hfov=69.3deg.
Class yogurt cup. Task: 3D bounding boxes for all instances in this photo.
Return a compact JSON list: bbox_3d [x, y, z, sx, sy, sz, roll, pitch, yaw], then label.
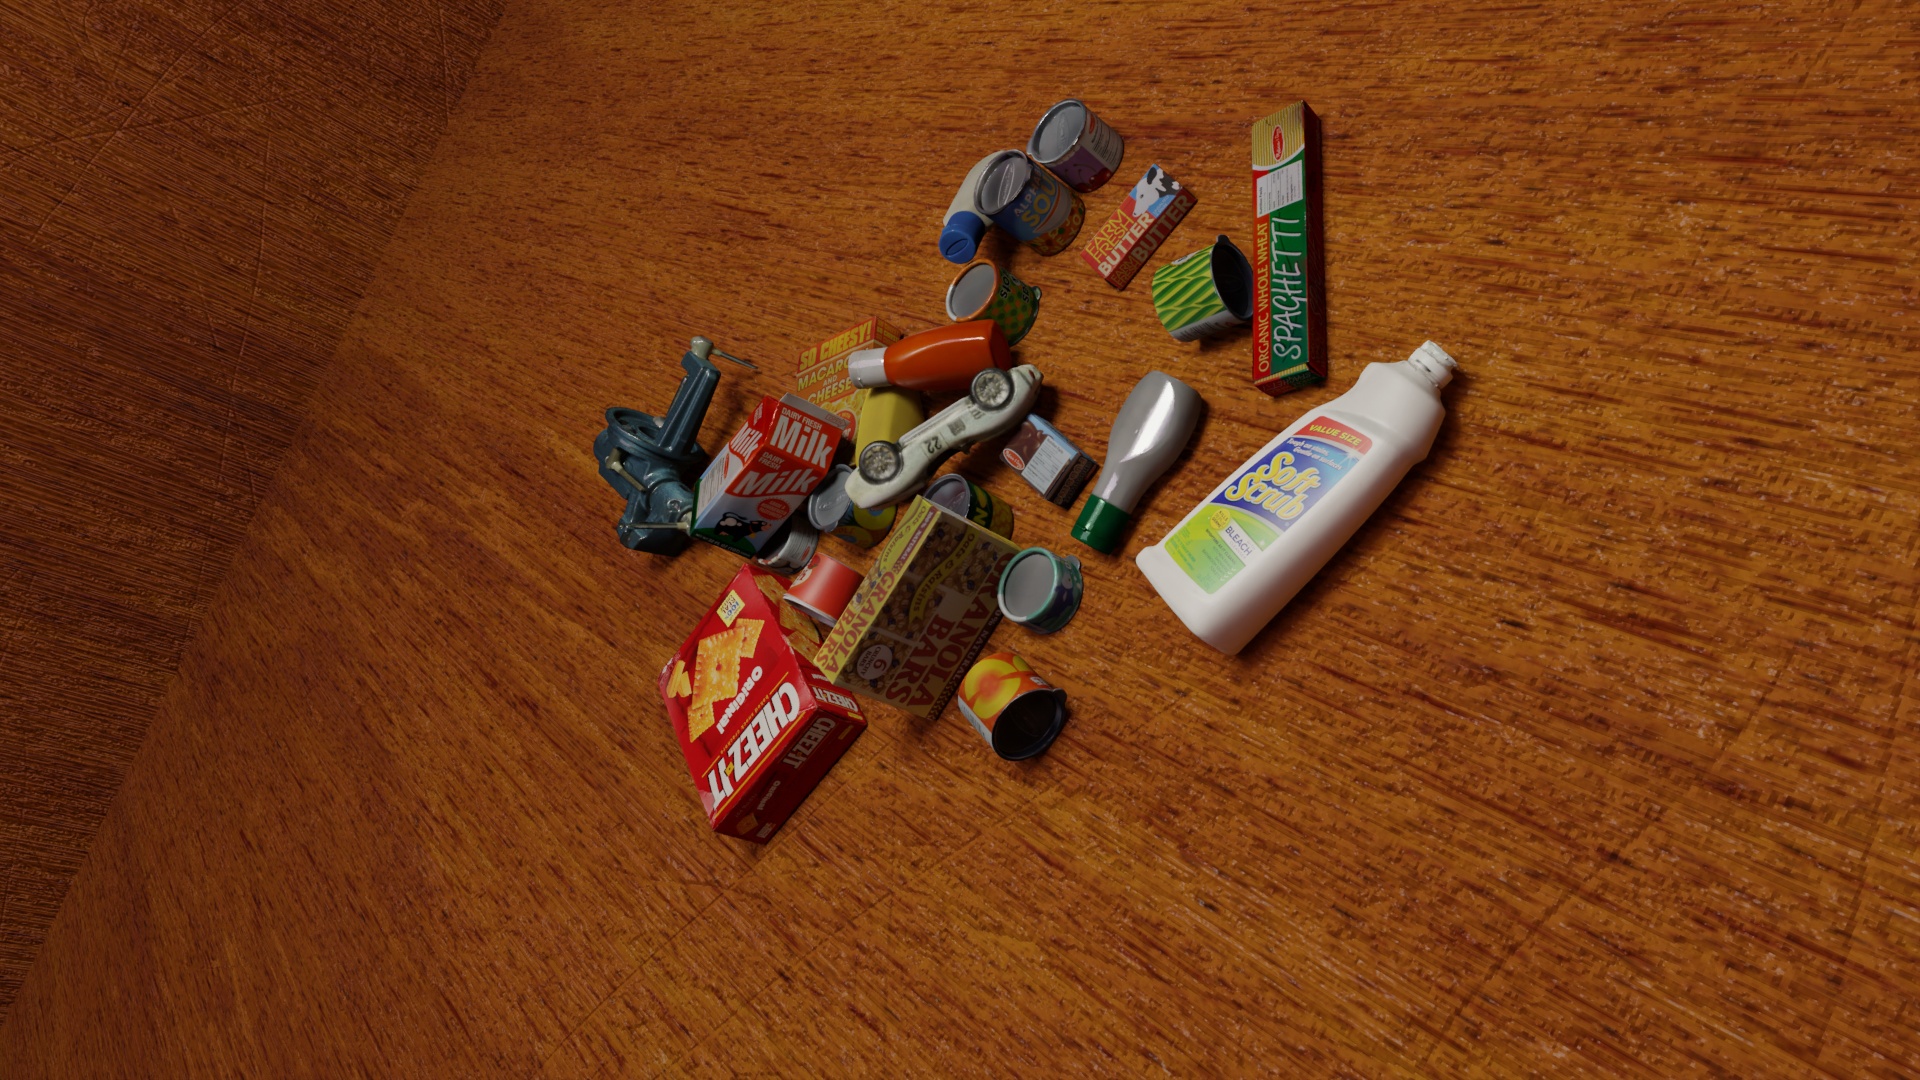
[{"bbox_3d":[-0.125,0.047,1.307,0.072,0.072,0.054,16,74,49],"label":"yogurt cup"}]

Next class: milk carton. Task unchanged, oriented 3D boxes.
[{"bbox_3d":[-0.186,-0.071,1.352,0.189,0.072,0.074,-45,34,36],"label":"milk carton"}]

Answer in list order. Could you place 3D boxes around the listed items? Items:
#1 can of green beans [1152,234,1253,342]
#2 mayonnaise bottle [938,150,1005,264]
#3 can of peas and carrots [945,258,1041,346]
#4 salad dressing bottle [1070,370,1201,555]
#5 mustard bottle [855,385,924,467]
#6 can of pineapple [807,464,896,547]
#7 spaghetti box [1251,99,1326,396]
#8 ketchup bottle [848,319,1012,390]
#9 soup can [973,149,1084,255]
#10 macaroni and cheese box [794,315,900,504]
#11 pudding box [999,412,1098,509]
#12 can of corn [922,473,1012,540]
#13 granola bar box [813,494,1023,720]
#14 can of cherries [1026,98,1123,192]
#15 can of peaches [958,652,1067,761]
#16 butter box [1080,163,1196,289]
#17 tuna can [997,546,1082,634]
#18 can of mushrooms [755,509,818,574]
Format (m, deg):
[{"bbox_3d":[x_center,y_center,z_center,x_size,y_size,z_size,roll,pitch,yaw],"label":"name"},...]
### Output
[{"bbox_3d":[0.193,-0.196,1.099,0.057,0.071,0.071,-17,58,41],"label":"can of green beans"},{"bbox_3d":[0.015,-0.317,1.329,0.064,0.041,0.149,-29,27,37],"label":"mayonnaise bottle"},{"bbox_3d":[0.031,-0.222,1.290,0.070,0.058,0.071,-23,55,37],"label":"can of peas and carrots"},{"bbox_3d":[0.137,-0.061,1.104,0.064,0.044,0.147,33,95,48],"label":"salad dressing bottle"},{"bbox_3d":[-0.065,-0.118,1.335,0.048,0.065,0.161,-22,48,31],"label":"mustard bottle"},{"bbox_3d":[-0.104,-0.030,1.329,0.071,0.058,0.071,-24,54,37],"label":"can of pineapple"},{"bbox_3d":[0.254,-0.229,1.081,0.050,0.028,0.251,-17,58,40],"label":"spaghetti box"},{"bbox_3d":[-0.030,-0.166,1.285,0.149,0.064,0.044,-5,48,22],"label":"ketchup bottle"},{"bbox_3d":[0.066,-0.311,1.281,0.071,0.083,0.071,-23,54,37],"label":"soup can"},{"bbox_3d":[-0.121,-0.131,1.416,0.123,0.040,0.167,-17,58,41],"label":"macaroni and cheese box"},{"bbox_3d":[0.075,-0.069,1.183,0.049,0.030,0.084,-56,41,10],"label":"pudding box"},{"bbox_3d":[0.004,-0.015,1.206,0.071,0.058,0.071,-24,54,37],"label":"can of corn"},{"bbox_3d":[-0.028,0.058,1.150,0.165,0.124,0.039,-58,43,6],"label":"granola bar box"},{"bbox_3d":[0.106,-0.365,1.288,0.071,0.058,0.072,-23,56,38],"label":"can of cherries"},{"bbox_3d":[0.041,0.128,1.086,0.071,0.071,0.058,-57,40,8],"label":"can of peaches"},{"bbox_3d":[0.154,-0.274,1.214,0.103,0.024,0.053,-50,41,15],"label":"butter box"},{"bbox_3d":[0.066,0.038,1.133,0.071,0.033,0.071,-23,54,37],"label":"tuna can"},{"bbox_3d":[-0.180,-0.002,1.413,0.071,0.033,0.071,-23,55,37],"label":"can of mushrooms"}]
